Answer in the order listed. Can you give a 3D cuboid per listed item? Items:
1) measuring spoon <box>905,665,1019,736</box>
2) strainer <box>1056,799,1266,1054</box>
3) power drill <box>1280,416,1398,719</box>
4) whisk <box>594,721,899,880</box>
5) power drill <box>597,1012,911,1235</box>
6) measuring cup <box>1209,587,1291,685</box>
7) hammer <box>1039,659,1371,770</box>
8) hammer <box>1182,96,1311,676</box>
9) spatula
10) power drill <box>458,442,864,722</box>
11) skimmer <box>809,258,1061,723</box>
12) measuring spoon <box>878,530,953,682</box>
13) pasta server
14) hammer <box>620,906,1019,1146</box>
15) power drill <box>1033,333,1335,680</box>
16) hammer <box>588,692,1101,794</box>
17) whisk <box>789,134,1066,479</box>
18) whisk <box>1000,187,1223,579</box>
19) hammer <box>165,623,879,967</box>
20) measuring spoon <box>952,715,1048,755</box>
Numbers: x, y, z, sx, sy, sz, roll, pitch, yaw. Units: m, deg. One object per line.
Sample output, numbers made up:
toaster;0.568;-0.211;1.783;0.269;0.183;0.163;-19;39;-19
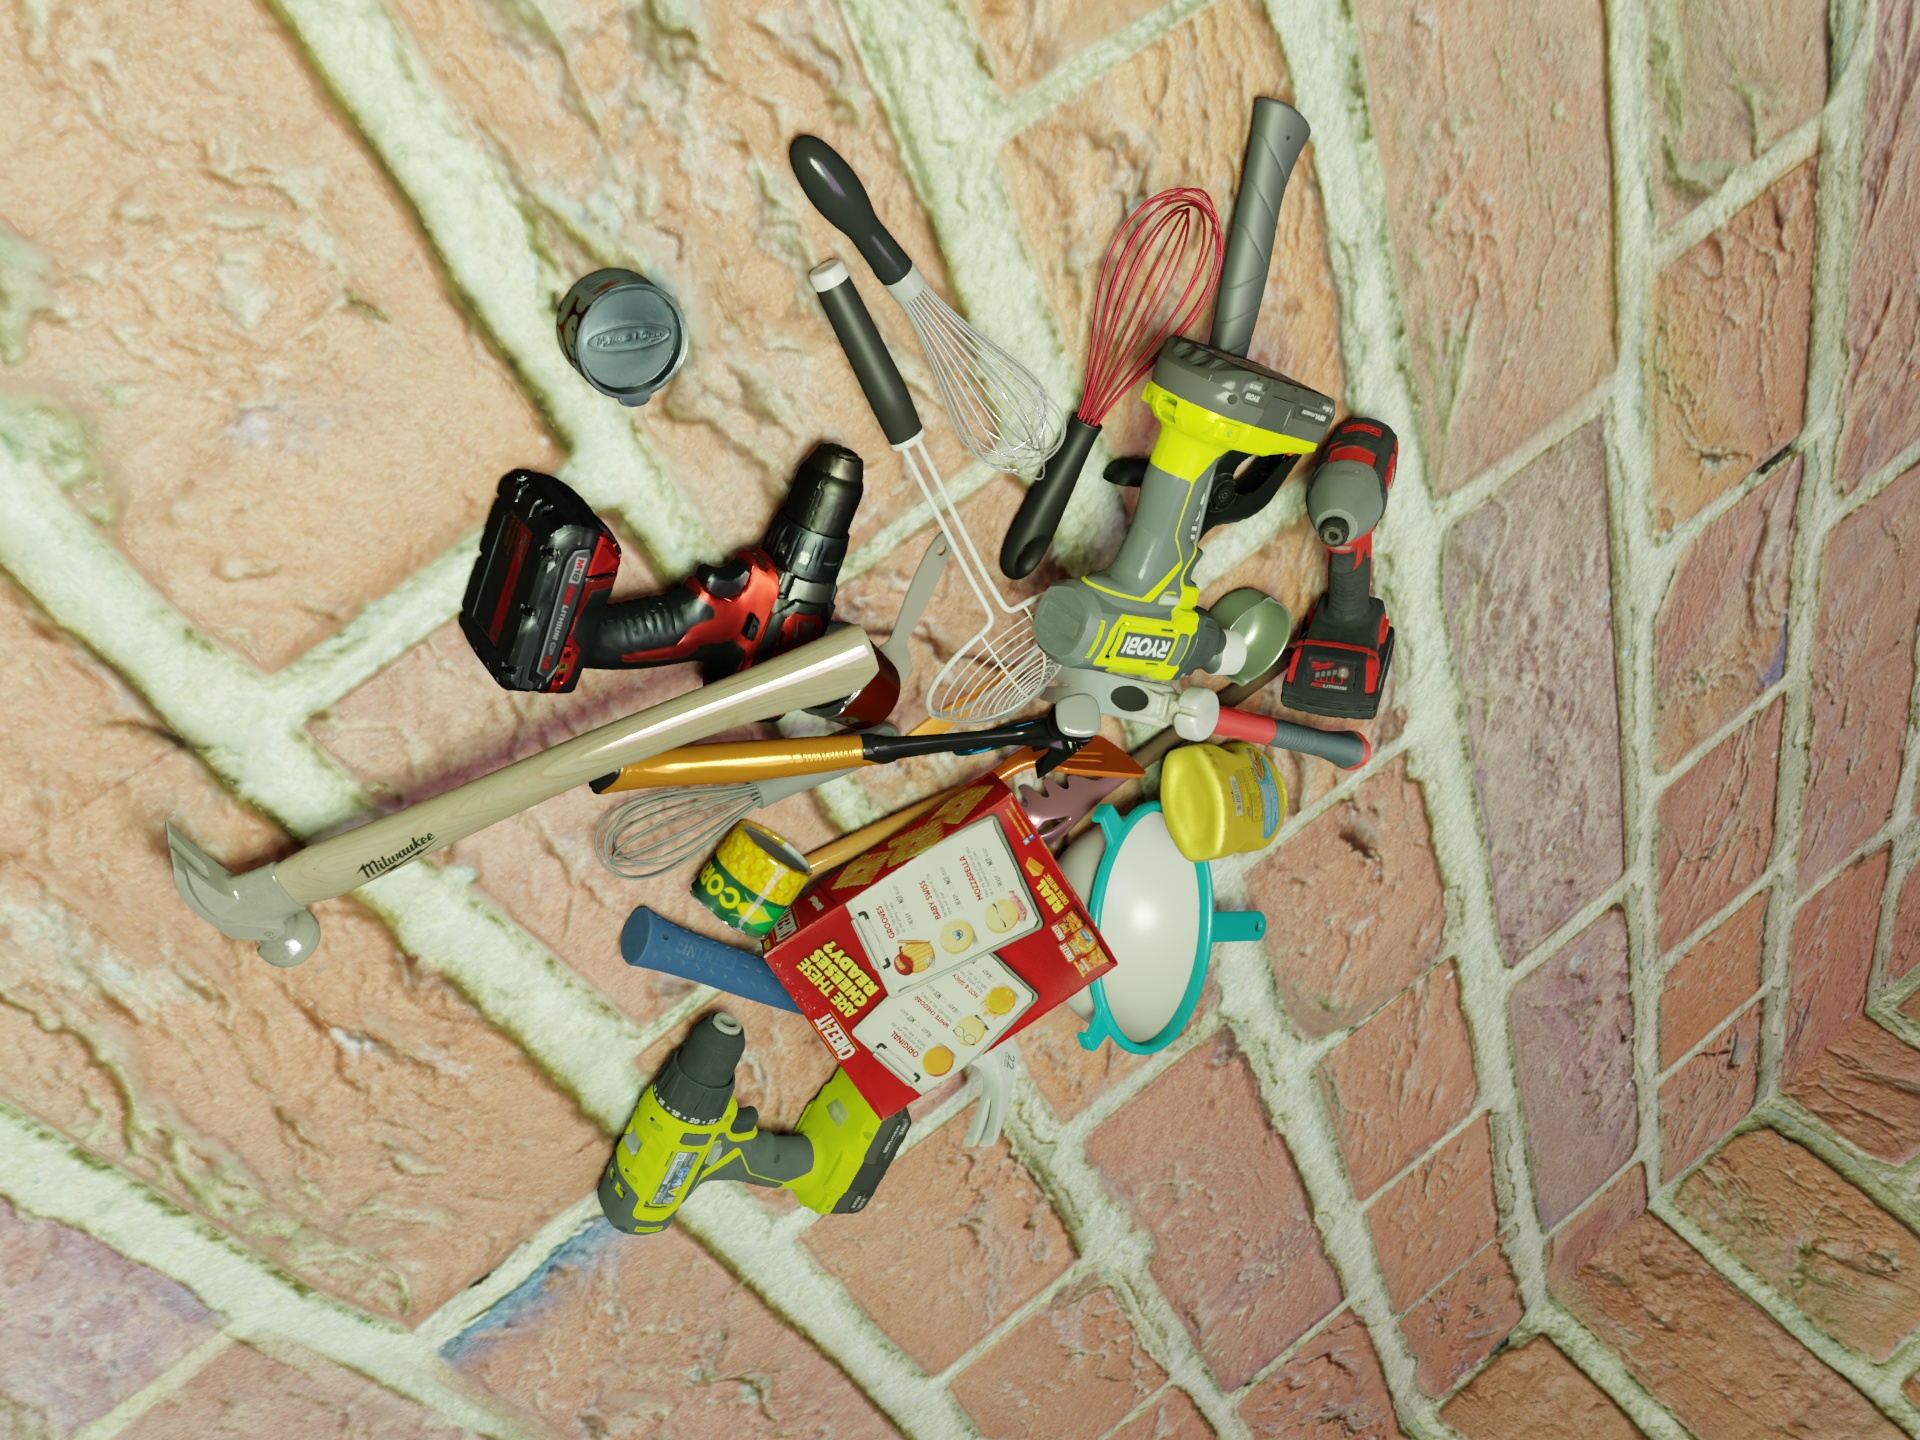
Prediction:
measuring spoon;-0.002;-0.004;1.199;0.117;0.011;0.021;-35;135;-12
strainer;0.164;0.177;1.398;0.340;0.095;0.211;10;82;-56
power drill;0.306;-0.115;1.268;0.143;0.078;0.219;-60;152;-46
whisk;-0.143;0.048;1.110;0.239;0.055;0.055;-24;132;-29
power drill;-0.157;0.321;1.275;0.228;0.080;0.190;14;112;-40
measuring cup;0.193;-0.067;1.285;0.167;0.038;0.083;-9;125;-30
hammer;0.223;0.002;1.296;0.386;0.143;0.038;10;93;-52
hammer;0.176;-0.223;1.124;0.149;0.036;0.408;-1;114;-27
spatula;-0.013;0.073;1.222;0.322;0.081;0.041;-24;120;-15
power drill;-0.167;-0.092;0.964;0.226;0.080;0.188;5;117;-43
skimmer;-0.024;-0.142;1.059;0.127;0.090;0.362;-36;123;-13
measuring spoon;-0.030;-0.076;1.120;0.034;0.018;0.124;9;114;-41
pasta server;0.161;0.019;1.333;0.316;0.040;0.060;-33;135;-19
hammer;-0.093;0.229;1.246;0.405;0.035;0.144;28;59;-40
power drill;0.157;-0.134;1.083;0.171;0.080;0.223;4;117;-44
hammer;-0.081;0.022;1.077;0.336;0.034;0.127;-4;167;-14
whisk;-0.017;-0.247;0.980;0.070;0.070;0.284;-45;132;-1
whisk;0.096;-0.222;1.085;0.073;0.073;0.295;4;124;-39
hammer;-0.244;0.028;0.935;0.410;0.038;0.146;-23;152;-8
measuring spoon;0.050;0.001;1.243;0.128;0.021;0.042;-17;140;-16
